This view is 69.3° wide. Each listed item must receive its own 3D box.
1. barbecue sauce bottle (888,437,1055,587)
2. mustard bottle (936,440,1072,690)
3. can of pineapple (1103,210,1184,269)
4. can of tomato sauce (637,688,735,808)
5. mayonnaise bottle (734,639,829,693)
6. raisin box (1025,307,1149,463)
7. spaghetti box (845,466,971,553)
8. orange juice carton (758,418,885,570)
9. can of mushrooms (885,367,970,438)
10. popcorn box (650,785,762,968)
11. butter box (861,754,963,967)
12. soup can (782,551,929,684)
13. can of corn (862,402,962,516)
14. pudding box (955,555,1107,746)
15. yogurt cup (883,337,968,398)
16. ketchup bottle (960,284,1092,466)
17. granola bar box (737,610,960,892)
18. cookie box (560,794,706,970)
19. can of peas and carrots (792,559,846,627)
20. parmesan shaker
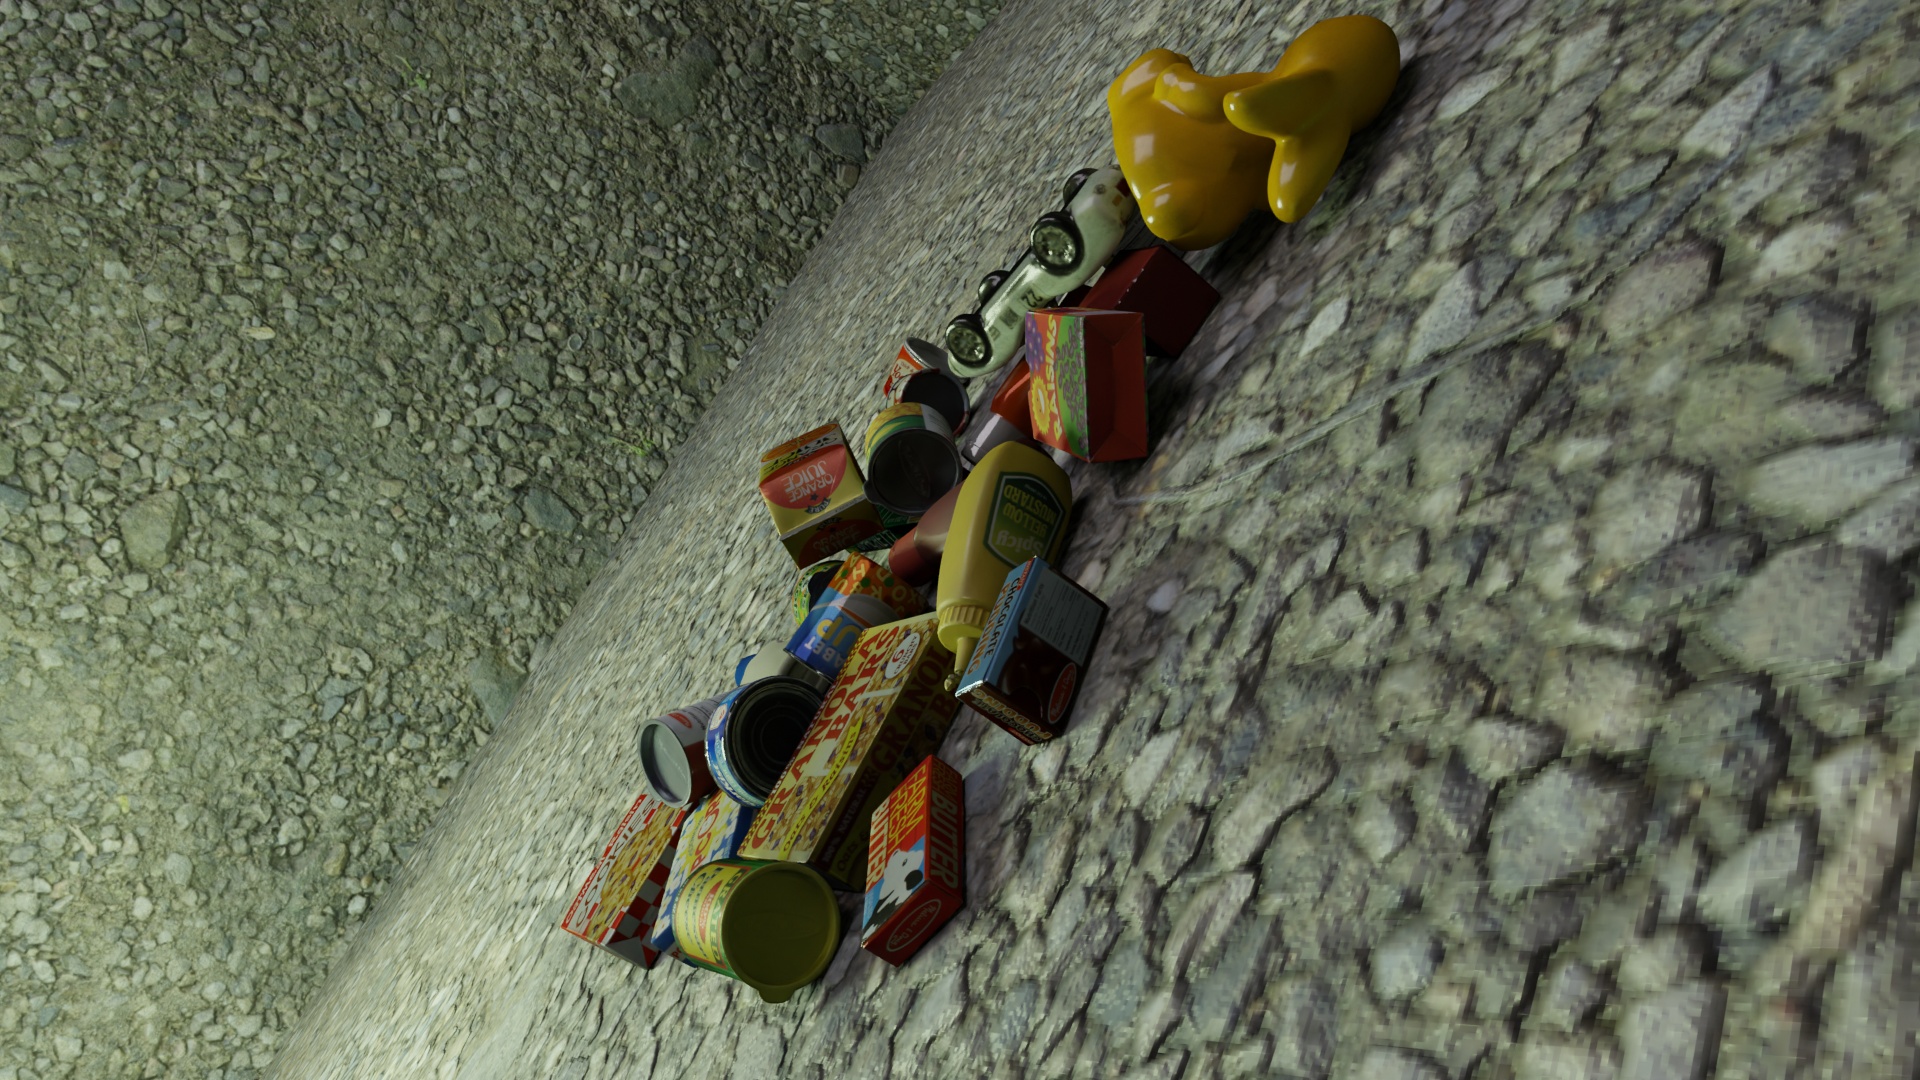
[{"bbox_3d":[0.003,-0.012,0.934,0.148,0.043,0.065,-35,26,48],"label":"barbecue sauce bottle"},{"bbox_3d":[0.020,0.018,0.803,0.048,0.065,0.161,-39,28,52],"label":"mustard bottle"},{"bbox_3d":[0.125,-0.221,0.997,0.070,0.058,0.071,-47,18,20],"label":"can of pineapple"},{"bbox_3d":[-0.182,0.150,1.010,0.083,0.071,0.071,-18,-13,-43],"label":"can of tomato sauce"},{"bbox_3d":[-0.144,0.107,1.098,0.065,0.041,0.148,-58,16,-16],"label":"mayonnaise bottle"},{"bbox_3d":[0.075,-0.097,0.846,0.123,0.040,0.086,-139,43,-74],"label":"raisin box"},{"bbox_3d":[-0.047,-0.020,1.111,0.050,0.028,0.249,-57,17,-15],"label":"spaghetti box"},{"bbox_3d":[-0.108,-0.035,1.065,0.072,0.073,0.193,-25,14,-1],"label":"orange juice carton"},{"bbox_3d":[-0.029,-0.111,1.175,0.071,0.071,0.033,-58,19,-16],"label":"can of mushrooms"},{"bbox_3d":[-0.157,0.210,0.928,0.085,0.038,0.127,-48,18,20],"label":"popcorn box"},{"bbox_3d":[-0.023,0.158,0.698,0.053,0.024,0.104,-48,17,20],"label":"butter box"},{"bbox_3d":[-0.070,0.059,0.948,0.084,0.071,0.071,-56,17,-8],"label":"soup can"},{"bbox_3d":[-0.037,-0.057,0.985,0.071,0.071,0.058,-49,20,15],"label":"can of corn"},{"bbox_3d":[0.037,0.055,0.700,0.030,0.049,0.084,-35,25,51],"label":"pudding box"},{"bbox_3d":[-0.035,-0.146,1.271,0.053,0.072,0.073,-56,15,22],"label":"yogurt cup"},{"bbox_3d":[0.057,-0.112,0.989,0.149,0.043,0.065,-54,14,-1],"label":"ketchup bottle"},{"bbox_3d":[-0.059,0.126,0.833,0.124,0.039,0.166,-20,37,61],"label":"granola bar box"},{"bbox_3d":[-0.243,0.256,1.066,0.123,0.040,0.167,-61,18,-22],"label":"cookie box"},{"bbox_3d":[-0.087,0.046,1.013,0.071,0.071,0.058,-57,16,-10],"label":"can of peas and carrots"},{"bbox_3d":[-0.116,0.213,0.769,0.103,0.071,0.071,-22,35,61],"label":"parmesan shaker"}]
